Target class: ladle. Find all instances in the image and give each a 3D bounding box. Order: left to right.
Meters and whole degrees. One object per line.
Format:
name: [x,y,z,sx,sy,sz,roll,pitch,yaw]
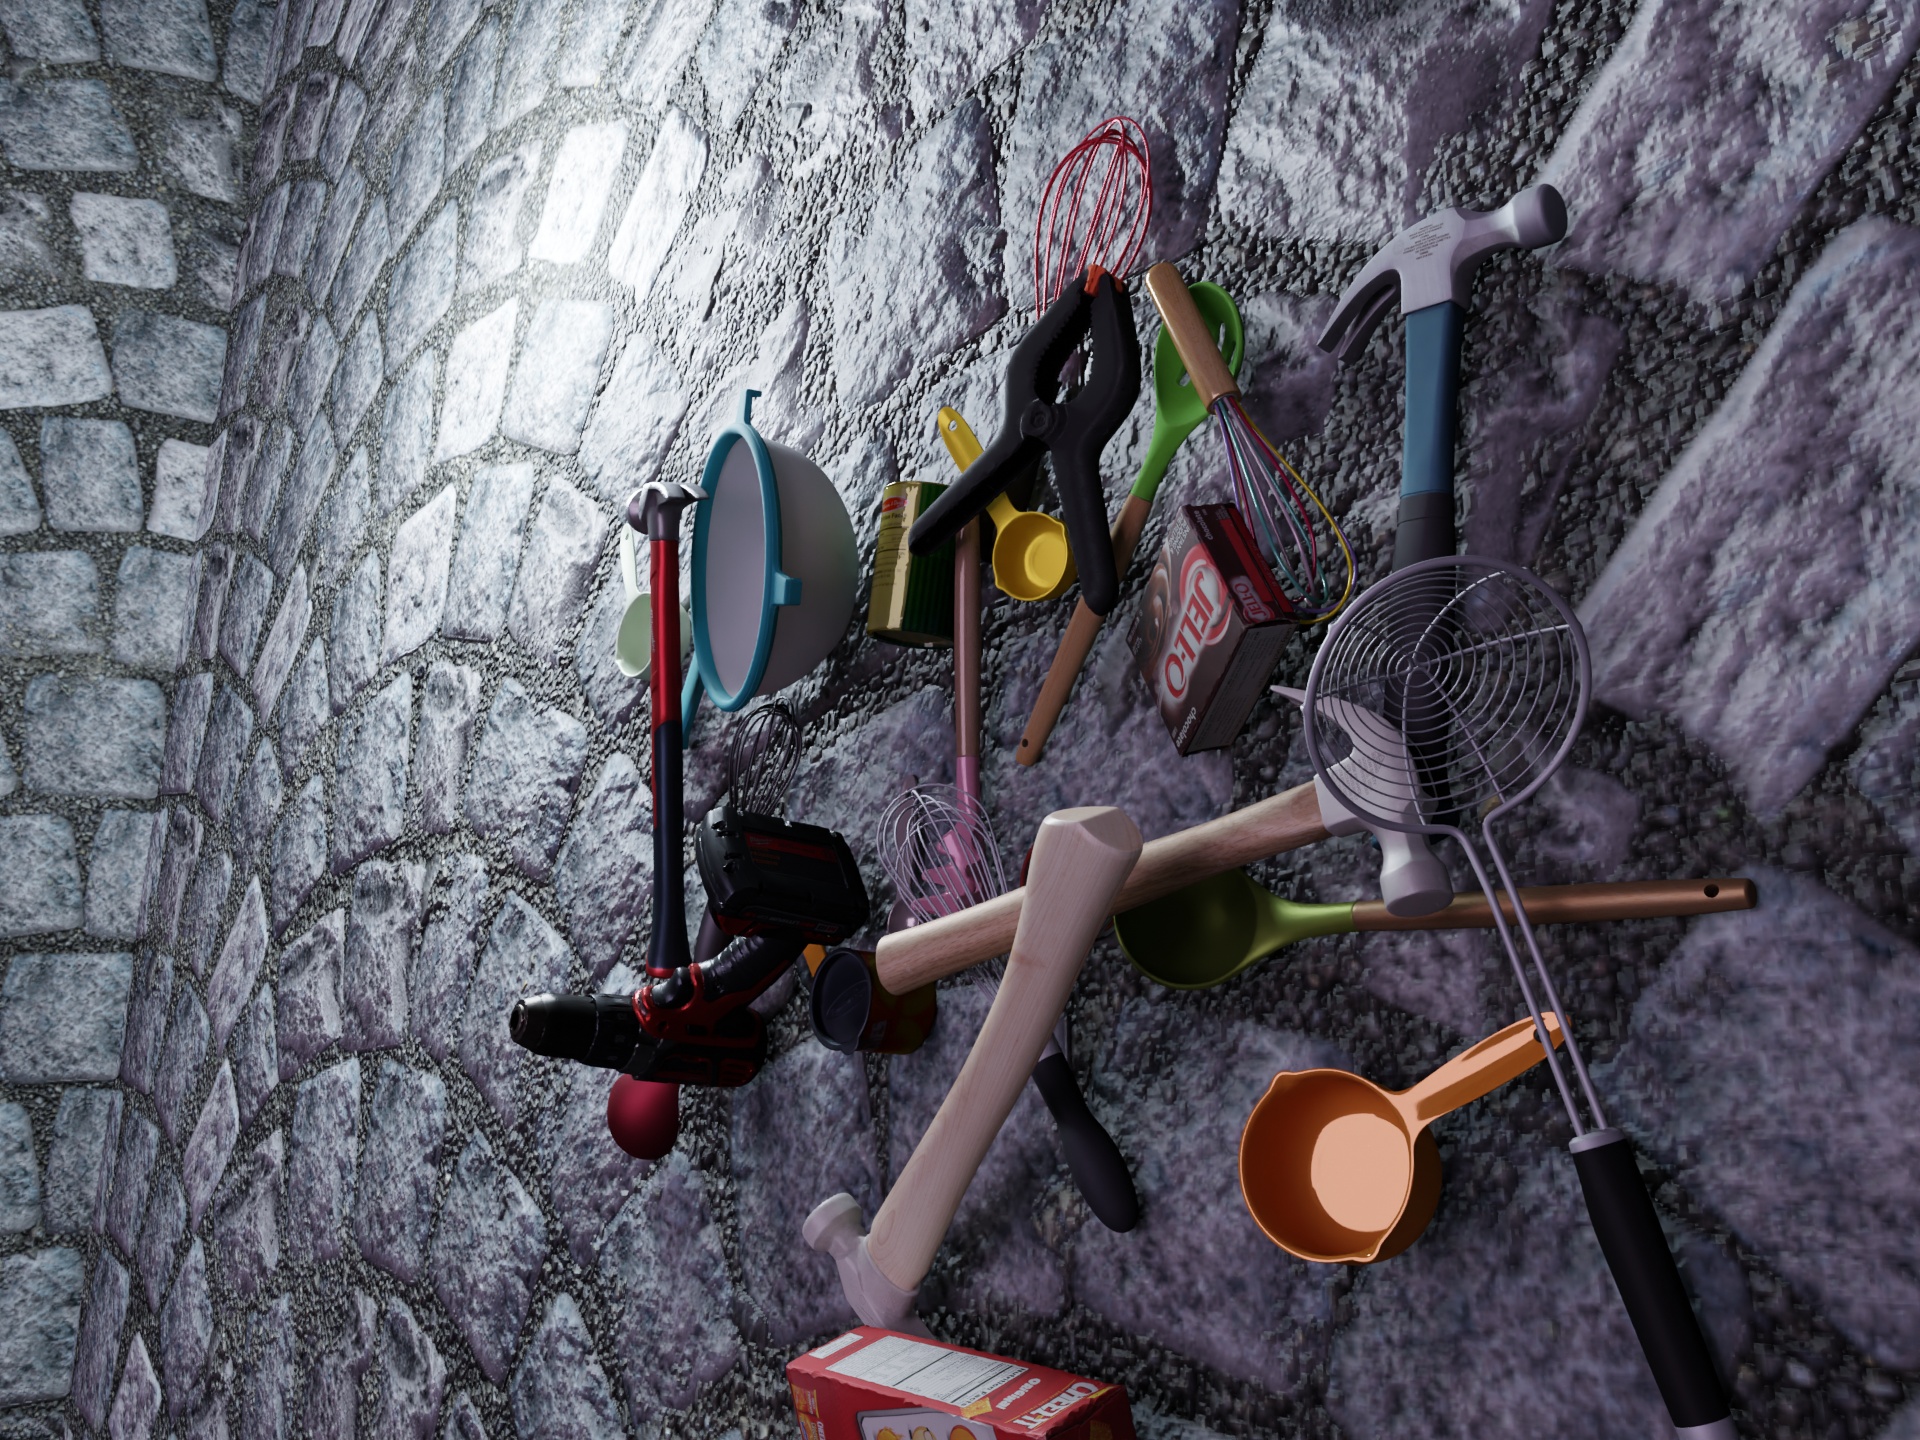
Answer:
ladle: [-0.188,0.217,1.211,0.069,0.031,0.315,38,108,15]
ladle: [0.208,0.090,0.764,0.320,0.062,0.078,-11,63,45]

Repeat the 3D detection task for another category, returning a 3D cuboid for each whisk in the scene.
whisk: [-0.167,0.096,1.215,0.055,0.055,0.239,26,104,50]
whisk: [0.032,0.160,0.920,0.070,0.070,0.285,-42,66,34]
whisk: [0.061,-0.243,1.038,0.073,0.073,0.295,35,113,49]
whisk: [0.152,-0.159,0.889,0.047,0.051,0.245,-45,57,43]

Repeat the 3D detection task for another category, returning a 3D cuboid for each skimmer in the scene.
skimmer: [0.245,0.111,0.652,0.127,0.090,0.363,-16,73,1]

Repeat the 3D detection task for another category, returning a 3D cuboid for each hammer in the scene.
hammer: [-0.224,0.011,1.232,0.143,0.038,0.386,-171,80,-66]
hammer: [0.016,0.212,0.854,0.146,0.038,0.410,44,131,28]
hammer: [0.088,0.080,0.830,0.331,0.031,0.130,-24,55,31]
hammer: [0.236,-0.099,0.803,0.128,0.033,0.331,-6,75,48]

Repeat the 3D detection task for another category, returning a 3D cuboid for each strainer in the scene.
strainer: [-0.151,-0.076,1.226,0.340,0.095,0.211,120,143,-50]

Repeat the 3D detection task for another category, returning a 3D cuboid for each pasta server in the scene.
pasta server: [-0.002,-0.003,1.033,0.060,0.040,0.316,-15,72,59]

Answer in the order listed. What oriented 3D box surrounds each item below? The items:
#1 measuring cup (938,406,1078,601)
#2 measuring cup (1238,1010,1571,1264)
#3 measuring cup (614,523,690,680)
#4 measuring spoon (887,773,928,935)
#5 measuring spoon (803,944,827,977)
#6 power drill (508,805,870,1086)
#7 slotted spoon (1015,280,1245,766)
measuring cup: [0.029,-0.144,1.038,0.062,0.029,0.157,-41,64,28]
measuring cup: [0.213,0.187,0.737,0.173,0.052,0.095,-38,52,19]
measuring cup: [-0.275,-0.107,1.407,0.083,0.038,0.168,-42,48,34]
measuring spoon: [-0.032,0.095,1.081,0.034,0.018,0.124,-26,54,43]
measuring spoon: [-0.103,0.178,1.137,0.021,0.011,0.117,-50,46,28]
power drill: [-0.186,0.166,1.095,0.226,0.187,0.080,-54,39,27]
slotted spoon: [0.099,-0.113,0.975,0.070,0.031,0.313,36,109,44]
